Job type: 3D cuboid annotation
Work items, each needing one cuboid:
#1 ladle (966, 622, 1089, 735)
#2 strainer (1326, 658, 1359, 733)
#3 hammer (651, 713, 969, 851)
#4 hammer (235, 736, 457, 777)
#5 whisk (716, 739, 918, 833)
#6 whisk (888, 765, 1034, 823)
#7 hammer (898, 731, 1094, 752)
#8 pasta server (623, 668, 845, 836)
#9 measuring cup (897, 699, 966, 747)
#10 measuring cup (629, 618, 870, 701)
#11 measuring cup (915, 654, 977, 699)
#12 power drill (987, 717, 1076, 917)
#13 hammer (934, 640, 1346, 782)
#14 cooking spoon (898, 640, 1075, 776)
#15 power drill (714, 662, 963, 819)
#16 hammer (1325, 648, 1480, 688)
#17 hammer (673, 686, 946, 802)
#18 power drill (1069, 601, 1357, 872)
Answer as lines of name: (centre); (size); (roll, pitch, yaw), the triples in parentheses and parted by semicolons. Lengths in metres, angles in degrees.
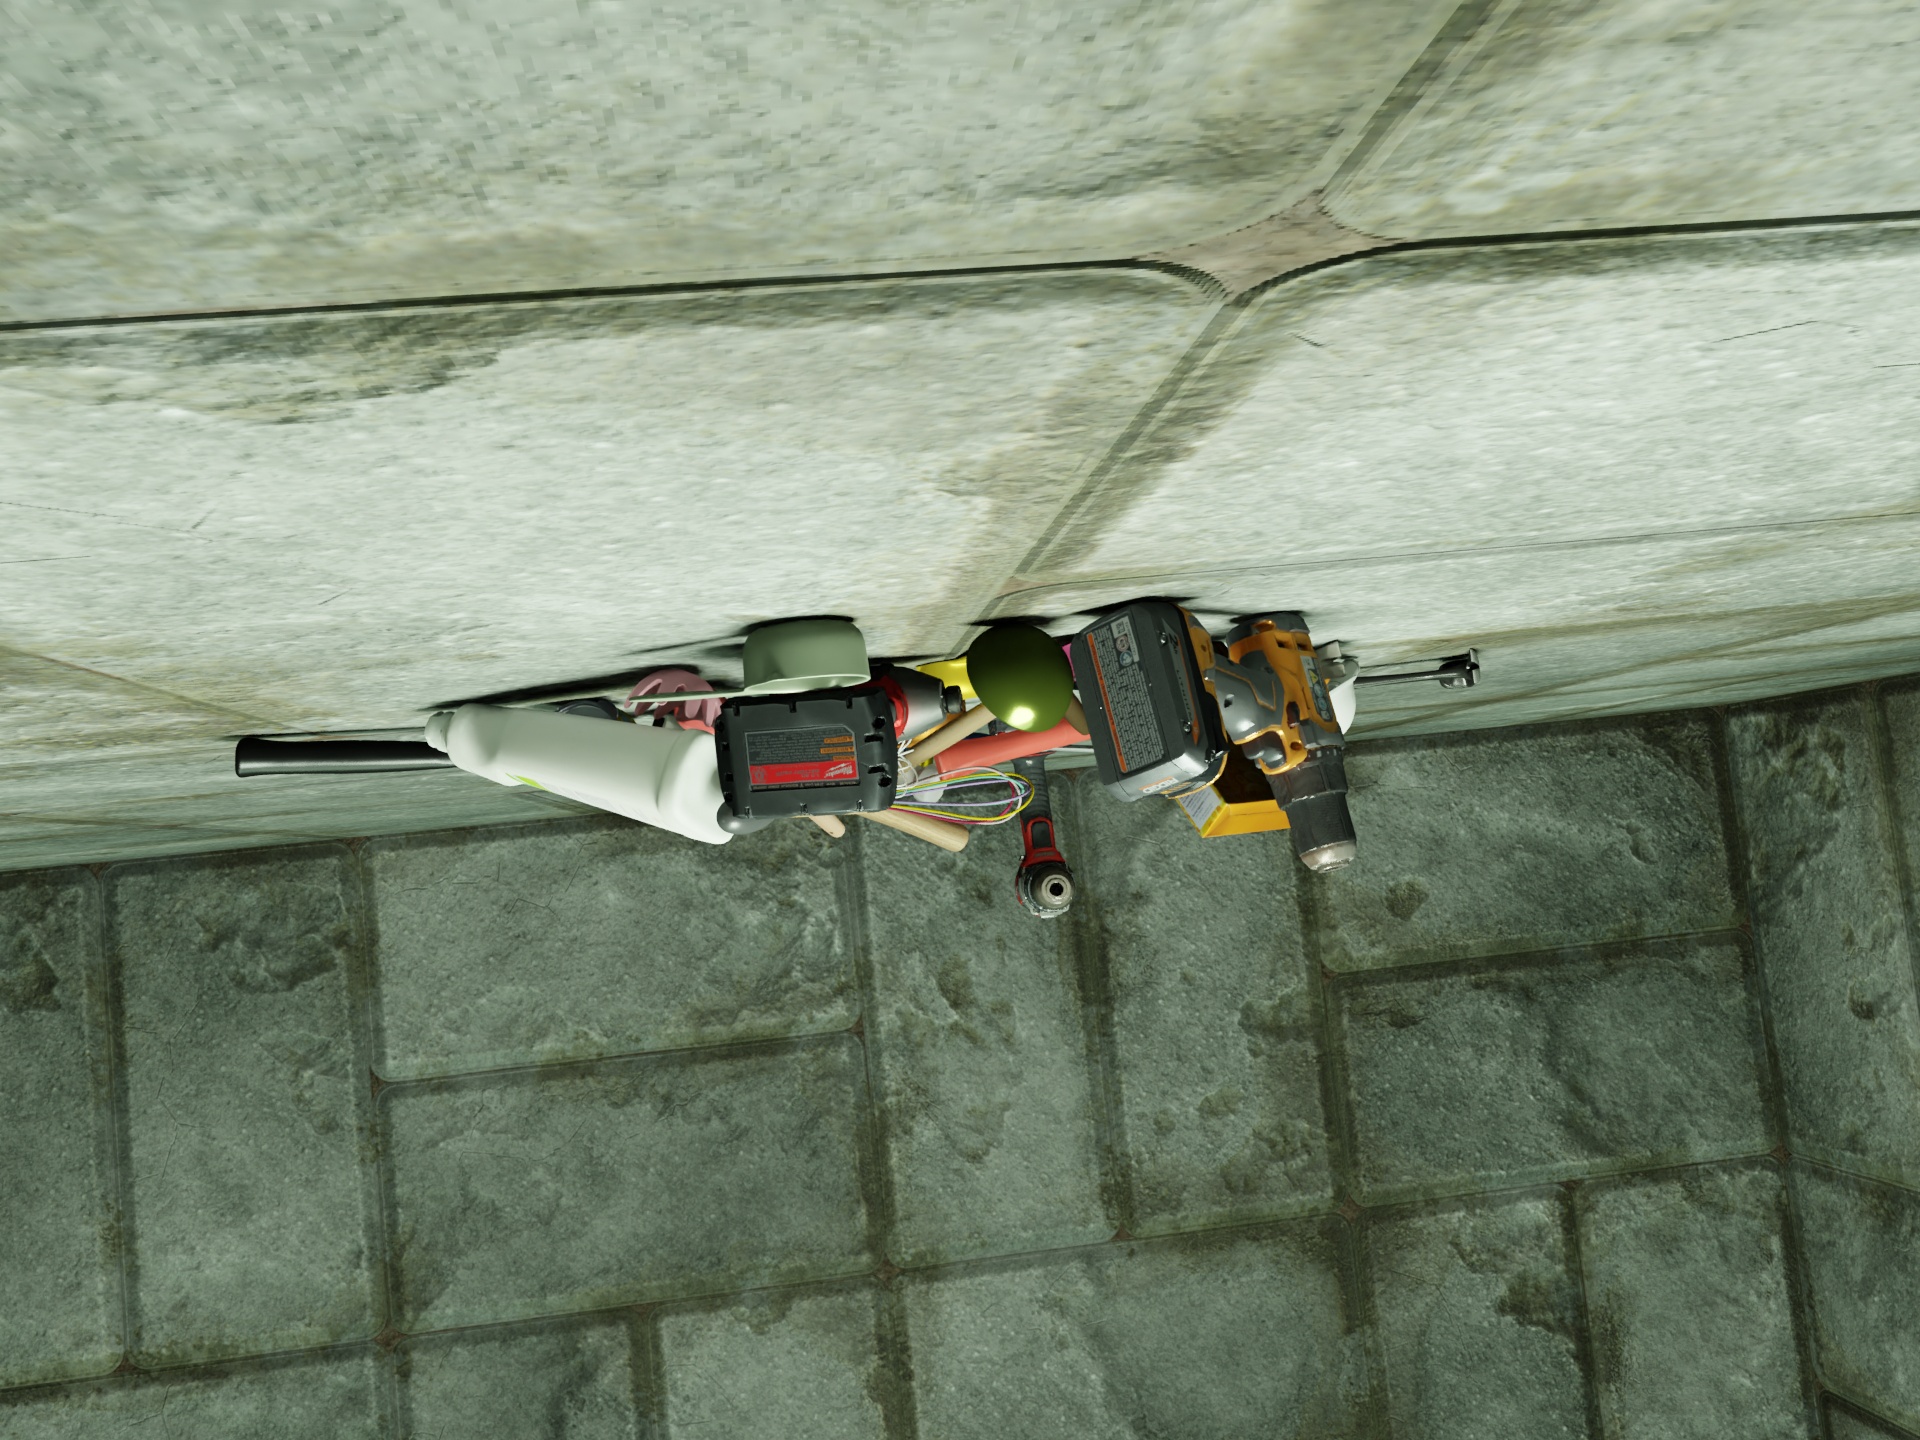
ladle: (0.064, -0.011, 1.157); (0.062, 0.078, 0.320); (-34, 167, 4)
strainer: (0.338, -0.023, 1.438); (0.087, 0.050, 0.258); (-40, 178, 26)
hammer: (-0.131, 0.058, 1.440); (0.331, 0.031, 0.130); (23, 175, -32)
hammer: (-0.417, 0.030, 1.313); (0.334, 0.035, 0.146); (0, -171, -28)
whisk: (-0.106, 0.046, 1.195); (0.070, 0.070, 0.284); (-8, -175, 23)
whisk: (-0.056, 0.067, 1.331); (0.245, 0.047, 0.051); (-4, 161, 20)
hammer: (0.042, 0.024, 1.554); (0.405, 0.035, 0.144); (2, -177, 24)
pasta server: (-0.156, 0.035, 1.206); (0.060, 0.040, 0.316); (8, 159, 24)
measuring cup: (-0.002, -0.005, 1.413); (0.173, 0.052, 0.095); (-1, 173, -32)
measuring cup: (-0.135, -0.035, 0.976); (0.167, 0.038, 0.083); (-6, 176, 24)
measuring cup: (0.010, -0.034, 1.196); (0.062, 0.029, 0.156); (-4, 178, -16)
power drill: (0.082, 0.094, 1.665); (0.080, 0.227, 0.188); (-6, 176, -3)
hammer: (0.150, -0.006, 1.383); (0.359, 0.037, 0.149); (-14, 178, -14)
cooking spoon: (0.019, -0.007, 1.258); (0.068, 0.017, 0.319); (-4, 161, -37)
power drill: (-0.079, 0.004, 1.101); (0.143, 0.078, 0.220); (-4, -170, 8)
hammer: (0.363, -0.033, 1.648); (0.337, 0.034, 0.127); (-7, 176, 10)
hammer: (-0.144, 0.010, 1.370); (0.143, 0.038, 0.386); (27, -178, 24)
power drill: (0.185, 0.013, 1.069); (0.084, 0.185, 0.226); (-25, 161, 39)
